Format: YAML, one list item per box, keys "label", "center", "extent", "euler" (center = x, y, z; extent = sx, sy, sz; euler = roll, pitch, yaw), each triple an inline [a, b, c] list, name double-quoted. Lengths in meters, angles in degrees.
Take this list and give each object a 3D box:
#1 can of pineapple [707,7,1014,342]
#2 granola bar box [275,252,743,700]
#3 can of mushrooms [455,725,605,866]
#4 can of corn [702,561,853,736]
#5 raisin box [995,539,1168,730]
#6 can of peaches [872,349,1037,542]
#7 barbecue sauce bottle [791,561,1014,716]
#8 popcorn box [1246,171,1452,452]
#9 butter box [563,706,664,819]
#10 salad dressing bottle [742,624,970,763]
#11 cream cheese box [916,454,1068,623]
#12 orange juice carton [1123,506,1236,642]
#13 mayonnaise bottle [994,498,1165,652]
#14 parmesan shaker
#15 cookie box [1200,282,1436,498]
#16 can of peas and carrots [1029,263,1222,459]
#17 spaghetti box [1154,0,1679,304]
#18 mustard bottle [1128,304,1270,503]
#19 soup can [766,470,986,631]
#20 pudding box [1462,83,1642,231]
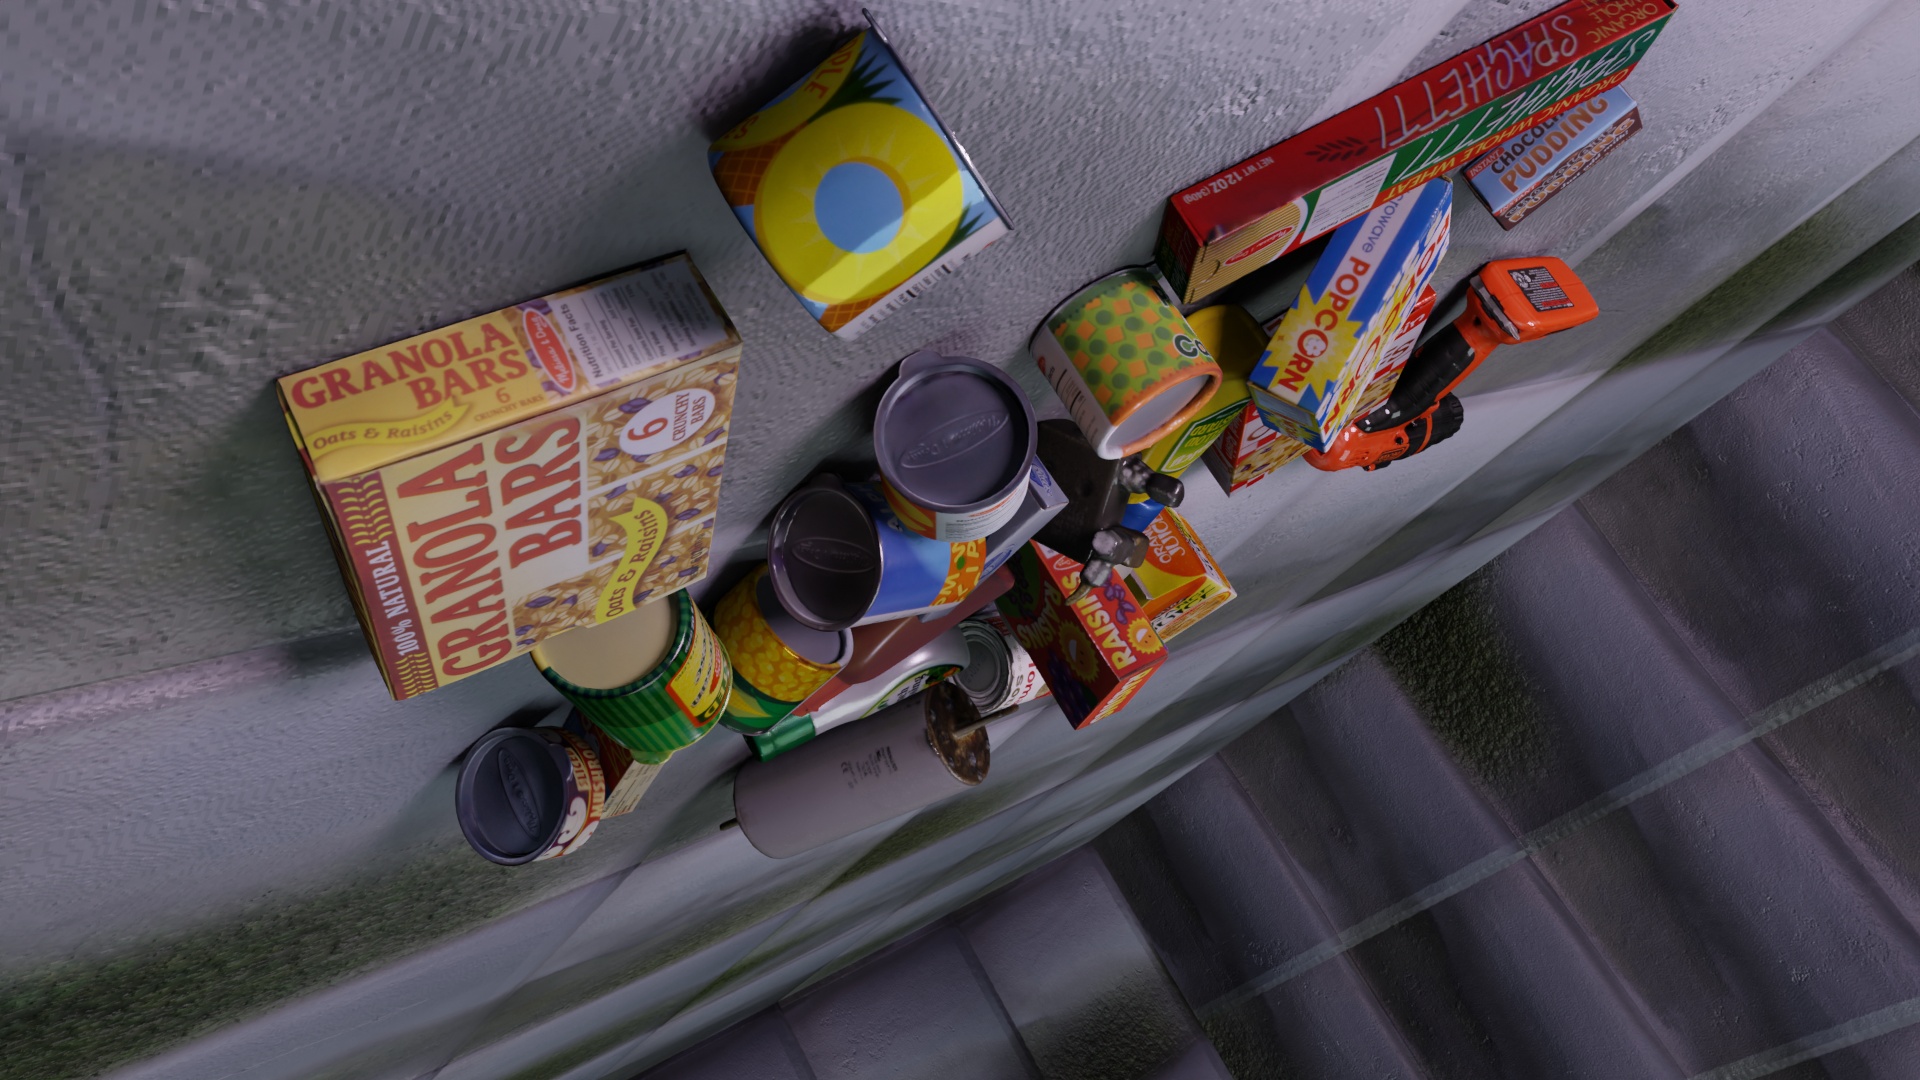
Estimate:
- label: "can of pineapple"
  center: [-0.028, -0.098, 0.379]
  extent: [0.058, 0.071, 0.071]
  euler: [-34, 163, 9]
- label: "granola bar box"
  center: [-0.142, -0.013, 0.460]
  extent: [0.124, 0.039, 0.164]
  euler: [-23, 161, -24]
- label: "can of mushrooms"
  center: [-0.209, 0.123, 0.681]
  extent: [0.071, 0.071, 0.033]
  euler: [-36, 163, 14]
- label: "can of corn"
  center: [-0.097, 0.051, 0.677]
  extent: [0.058, 0.071, 0.071]
  euler: [-41, 161, 25]
- label: "raisin box"
  center: [0.062, 0.039, 0.812]
  extent: [0.040, 0.123, 0.085]
  euler: [-23, 160, -25]
- label: "can of peaches"
  center: [-0.003, -0.038, 0.582]
  extent: [0.071, 0.071, 0.058]
  euler: [-29, 168, -7]
- label: "barbecue sauce bottle"
  center: [-0.042, 0.048, 0.797]
  extent: [0.148, 0.044, 0.065]
  euler: [-34, 162, 12]
- label: "popcorn box"
  center: [0.190, -0.112, 0.671]
  extent: [0.126, 0.038, 0.085]
  euler: [-59, 161, 1]
- label: "butter box"
  center: [-0.169, 0.095, 0.694]
  extent: [0.024, 0.053, 0.103]
  euler: [-13, 155, -39]
- label: "salad dressing bottle"
  center: [-0.067, 0.091, 0.873]
  extent: [0.148, 0.044, 0.064]
  euler: [-25, 168, -20]
- label: "cream cheese box"
  center: [0.002, -0.009, 0.696]
  extent: [0.024, 0.053, 0.103]
  euler: [-12, 154, -51]
- label: "orange juice carton"
  center: [0.130, 0.020, 0.965]
  extent: [0.073, 0.072, 0.192]
  euler: [-35, 163, 12]
- label: "mayonnaise bottle"
  center: [0.075, 0.010, 0.866]
  extent: [0.041, 0.065, 0.147]
  euler: [-12, 151, -40]
- label: "parmesan shaker"
  center: [-0.138, 0.051, 0.591]
  extent: [0.071, 0.071, 0.102]
  euler: [-28, 163, -10]
- label: "cookie box"
  center: [0.208, -0.094, 0.831]
  extent: [0.123, 0.040, 0.167]
  euler: [-31, 163, -2]
- label: "can of peas and carrots"
  center: [0.076, -0.079, 0.616]
  extent: [0.071, 0.059, 0.070]
  euler: [-29, 163, -9]
- label: "spaghetti box"
  center: [0.198, -0.176, 0.604]
  extent: [0.250, 0.029, 0.050]
  euler: [-28, 163, -11]
- label: "mustard bottle"
  center: [0.107, -0.060, 0.739]
  extent: [0.065, 0.049, 0.159]
  euler: [-24, 161, -28]
- label: "soup can"
  center: [-0.037, 0.002, 0.643]
  extent: [0.071, 0.071, 0.084]
  euler: [-42, 161, 30]
- label: "pudding box"
  center: [0.304, -0.201, 0.715]
  extent: [0.083, 0.030, 0.050]
  euler: [-39, 160, 23]
